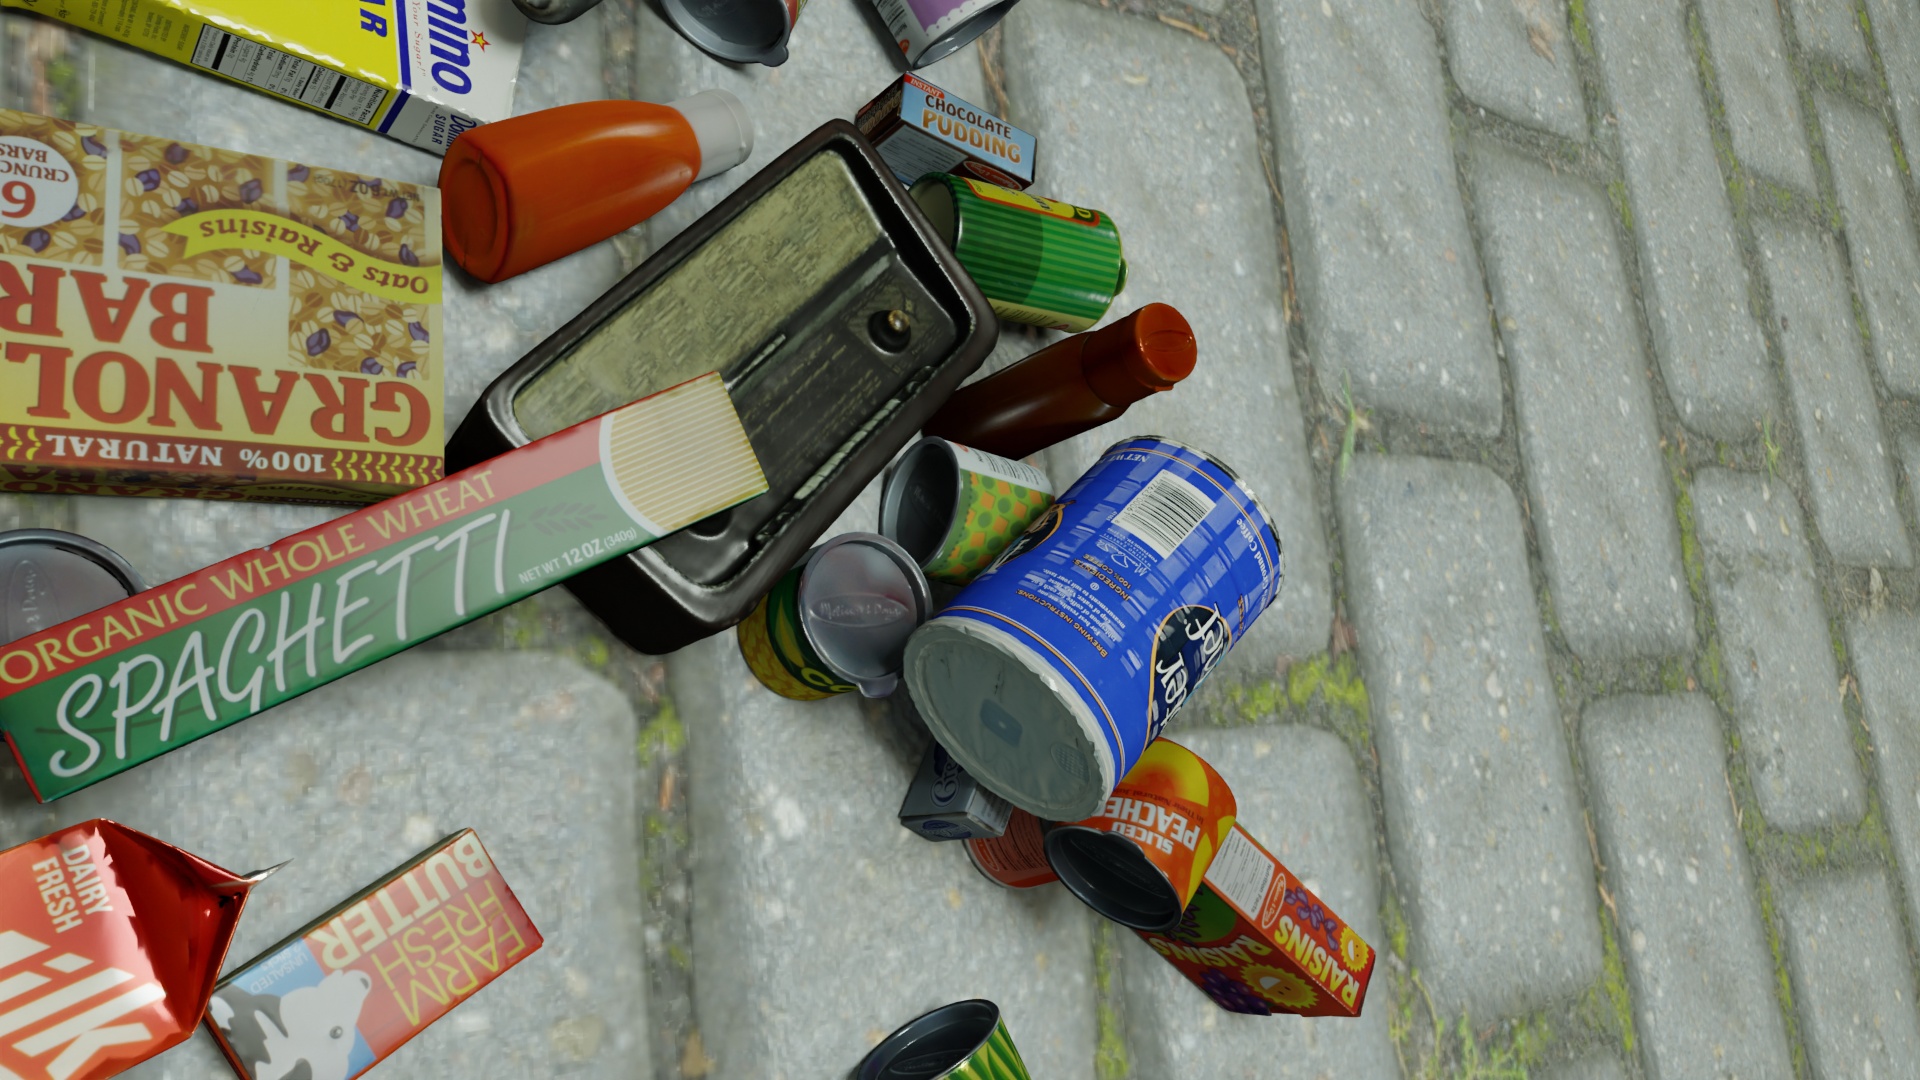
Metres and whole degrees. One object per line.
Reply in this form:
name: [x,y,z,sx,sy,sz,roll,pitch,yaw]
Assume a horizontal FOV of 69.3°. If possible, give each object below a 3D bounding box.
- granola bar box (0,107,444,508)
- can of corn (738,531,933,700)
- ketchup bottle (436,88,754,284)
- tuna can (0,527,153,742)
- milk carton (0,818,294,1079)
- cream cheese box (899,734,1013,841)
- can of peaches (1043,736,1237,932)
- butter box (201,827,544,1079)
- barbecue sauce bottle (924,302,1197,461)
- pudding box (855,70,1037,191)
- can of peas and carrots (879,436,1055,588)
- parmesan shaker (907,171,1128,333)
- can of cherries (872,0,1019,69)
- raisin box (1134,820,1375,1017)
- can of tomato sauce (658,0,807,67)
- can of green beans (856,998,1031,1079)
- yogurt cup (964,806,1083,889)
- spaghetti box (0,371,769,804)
granola bar box: [-0.274,-0.077,0.493,0.166,0.039,0.124,3,75,-35]
can of corn: [-0.055,0.037,0.606,0.071,0.058,0.071,11,71,-34]
ketchup bottle: [-0.150,-0.160,0.594,0.043,0.064,0.149,40,44,12]
tuna can: [-0.297,0.031,0.450,0.071,0.032,0.071,10,71,-33]
milk carton: [-0.294,0.136,0.397,0.191,0.072,0.073,-22,90,-38]
cream cheese box: [0.013,0.088,0.644,0.024,0.053,0.104,38,58,-24]
can of peaches: [0.079,0.124,0.601,0.071,0.071,0.058,51,54,-14]
butter box: [-0.205,0.151,0.488,0.104,0.024,0.053,-33,96,-37]
barbecue sauce bottle: [0.047,-0.070,0.654,0.065,0.148,0.043,-9,83,-37]
pudding box: [-0.008,-0.202,0.714,0.084,0.049,0.030,18,69,-30]
can of peas and carrots: [0.002,-0.008,0.658,0.059,0.070,0.071,14,69,-33]
parmesan shaker: [0.024,-0.146,0.707,0.103,0.071,0.071,4,75,-35]
can of cherries: [-0.010,-0.291,0.726,0.072,0.071,0.058,-38,99,-36]
raisin box: [0.130,0.184,0.681,0.123,0.086,0.040,43,55,-18]
can of tomato sauce: [-0.097,-0.280,0.662,0.071,0.071,0.083,32,60,-25]
can of green beans: [-0.002,0.237,0.583,0.071,0.071,0.058,-28,95,-38]
yogurt cup: [0.042,0.129,0.653,0.072,0.053,0.072,11,71,-33]
spaghetti box: [-0.184,0.009,0.468,0.251,0.028,0.050,-26,96,-26]
